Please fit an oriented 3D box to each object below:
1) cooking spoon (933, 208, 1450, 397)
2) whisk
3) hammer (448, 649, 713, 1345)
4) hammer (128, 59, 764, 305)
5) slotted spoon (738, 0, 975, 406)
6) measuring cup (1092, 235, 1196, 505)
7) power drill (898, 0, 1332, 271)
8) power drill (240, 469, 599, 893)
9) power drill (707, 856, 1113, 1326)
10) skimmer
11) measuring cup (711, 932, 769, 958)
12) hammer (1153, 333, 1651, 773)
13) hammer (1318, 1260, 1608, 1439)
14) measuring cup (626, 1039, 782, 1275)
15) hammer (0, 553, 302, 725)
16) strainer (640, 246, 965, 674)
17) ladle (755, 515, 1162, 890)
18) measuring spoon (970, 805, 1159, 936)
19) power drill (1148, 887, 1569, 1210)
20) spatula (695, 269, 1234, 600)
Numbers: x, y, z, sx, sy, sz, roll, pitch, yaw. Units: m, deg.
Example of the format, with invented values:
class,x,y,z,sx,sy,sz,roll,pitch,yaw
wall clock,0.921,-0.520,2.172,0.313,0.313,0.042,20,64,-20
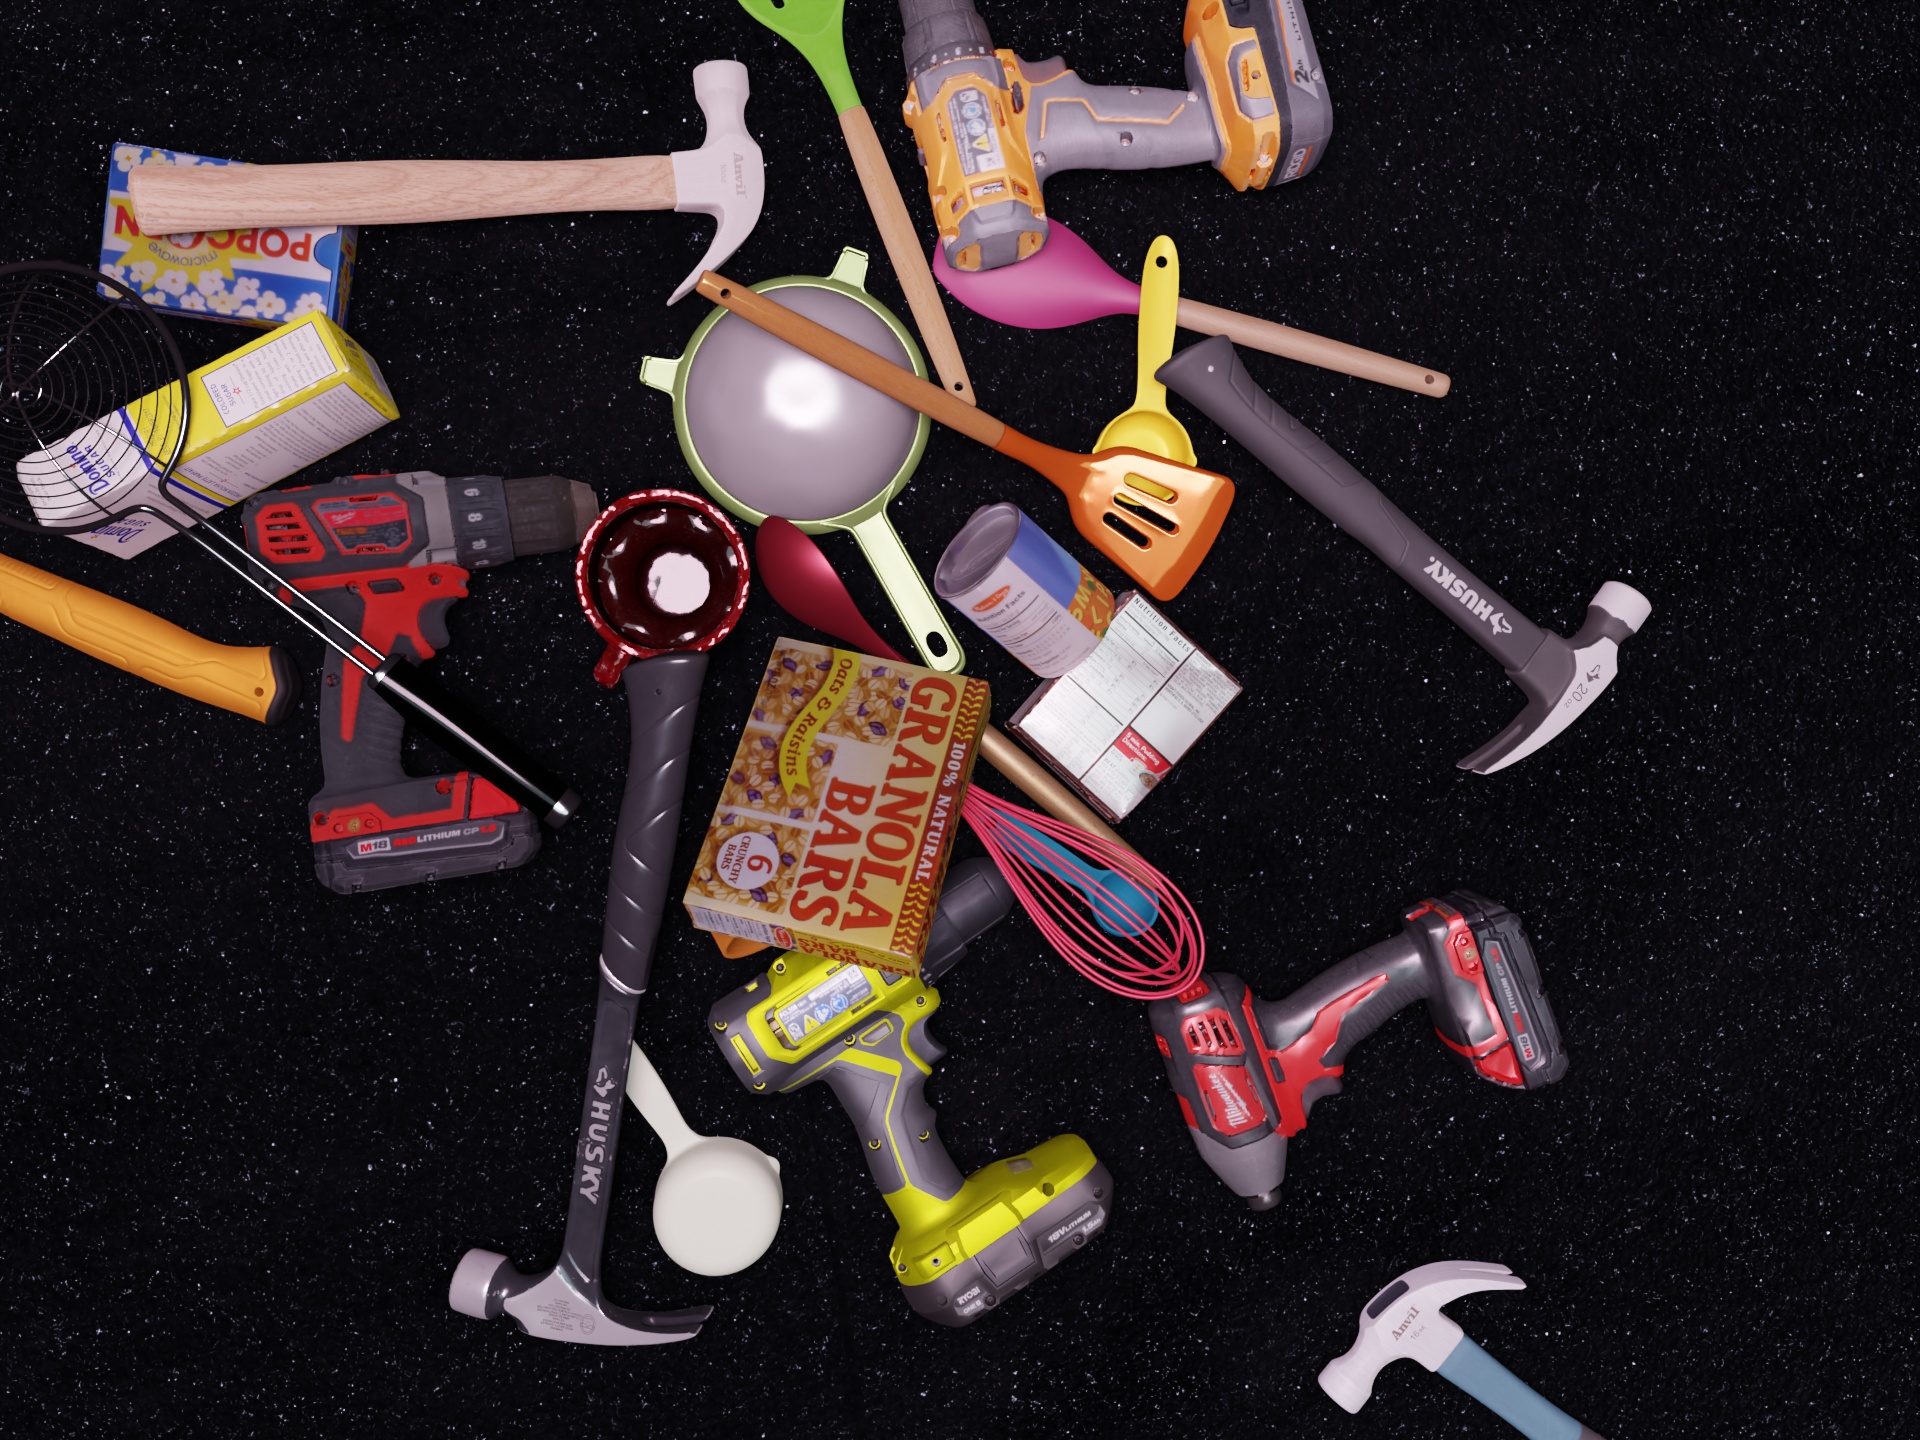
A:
class,x,y,z,sx,sy,sz,roll,pitch,yaw
cooking spoon,0.140,-0.241,0.947,0.319,0.017,0.069,15,91,-5
whisk,0.014,0.053,0.900,0.296,0.073,0.073,38,88,13
hammer,-0.184,0.159,0.874,0.149,0.036,0.409,13,102,8
hammer,-0.272,-0.289,0.873,0.331,0.031,0.130,-8,94,-15
slotted spoon,-0.056,-0.327,0.921,0.070,0.031,0.313,-22,96,1
measuring cup,0.111,-0.204,0.938,0.062,0.029,0.156,5,93,-5
power drill,0.078,-0.370,0.906,0.226,0.084,0.185,-14,84,0
power drill,-0.285,-0.029,0.885,0.188,0.080,0.227,-9,90,-16
power drill,-0.010,0.209,0.923,0.190,0.080,0.228,-32,93,-8
skimmer,-0.331,-0.070,0.785,0.363,0.090,0.127,40,62,-12
measuring cup,-0.075,0.071,0.919,0.173,0.095,0.052,-29,74,-25
hammer,0.248,-0.107,0.939,0.334,0.035,0.146,37,89,-12
hammer,0.387,0.458,0.992,0.331,0.033,0.128,38,90,-6
measuring cup,-0.166,0.249,0.927,0.083,0.038,0.167,-32,97,-3
hammer,-0.535,-0.069,0.882,0.337,0.034,0.127,23,89,-6
strainer,-0.064,-0.137,0.906,0.151,0.069,0.256,-29,93,-4
ladle,-0.001,-0.003,0.924,0.315,0.069,0.031,40,66,-8
measuring spoon,0.059,0.089,0.956,0.128,0.021,0.042,31,63,3
power drill,0.234,0.196,0.947,0.219,0.078,0.143,-20,94,-2
spatula,0.003,-0.167,0.880,0.322,0.041,0.081,23,105,-22
